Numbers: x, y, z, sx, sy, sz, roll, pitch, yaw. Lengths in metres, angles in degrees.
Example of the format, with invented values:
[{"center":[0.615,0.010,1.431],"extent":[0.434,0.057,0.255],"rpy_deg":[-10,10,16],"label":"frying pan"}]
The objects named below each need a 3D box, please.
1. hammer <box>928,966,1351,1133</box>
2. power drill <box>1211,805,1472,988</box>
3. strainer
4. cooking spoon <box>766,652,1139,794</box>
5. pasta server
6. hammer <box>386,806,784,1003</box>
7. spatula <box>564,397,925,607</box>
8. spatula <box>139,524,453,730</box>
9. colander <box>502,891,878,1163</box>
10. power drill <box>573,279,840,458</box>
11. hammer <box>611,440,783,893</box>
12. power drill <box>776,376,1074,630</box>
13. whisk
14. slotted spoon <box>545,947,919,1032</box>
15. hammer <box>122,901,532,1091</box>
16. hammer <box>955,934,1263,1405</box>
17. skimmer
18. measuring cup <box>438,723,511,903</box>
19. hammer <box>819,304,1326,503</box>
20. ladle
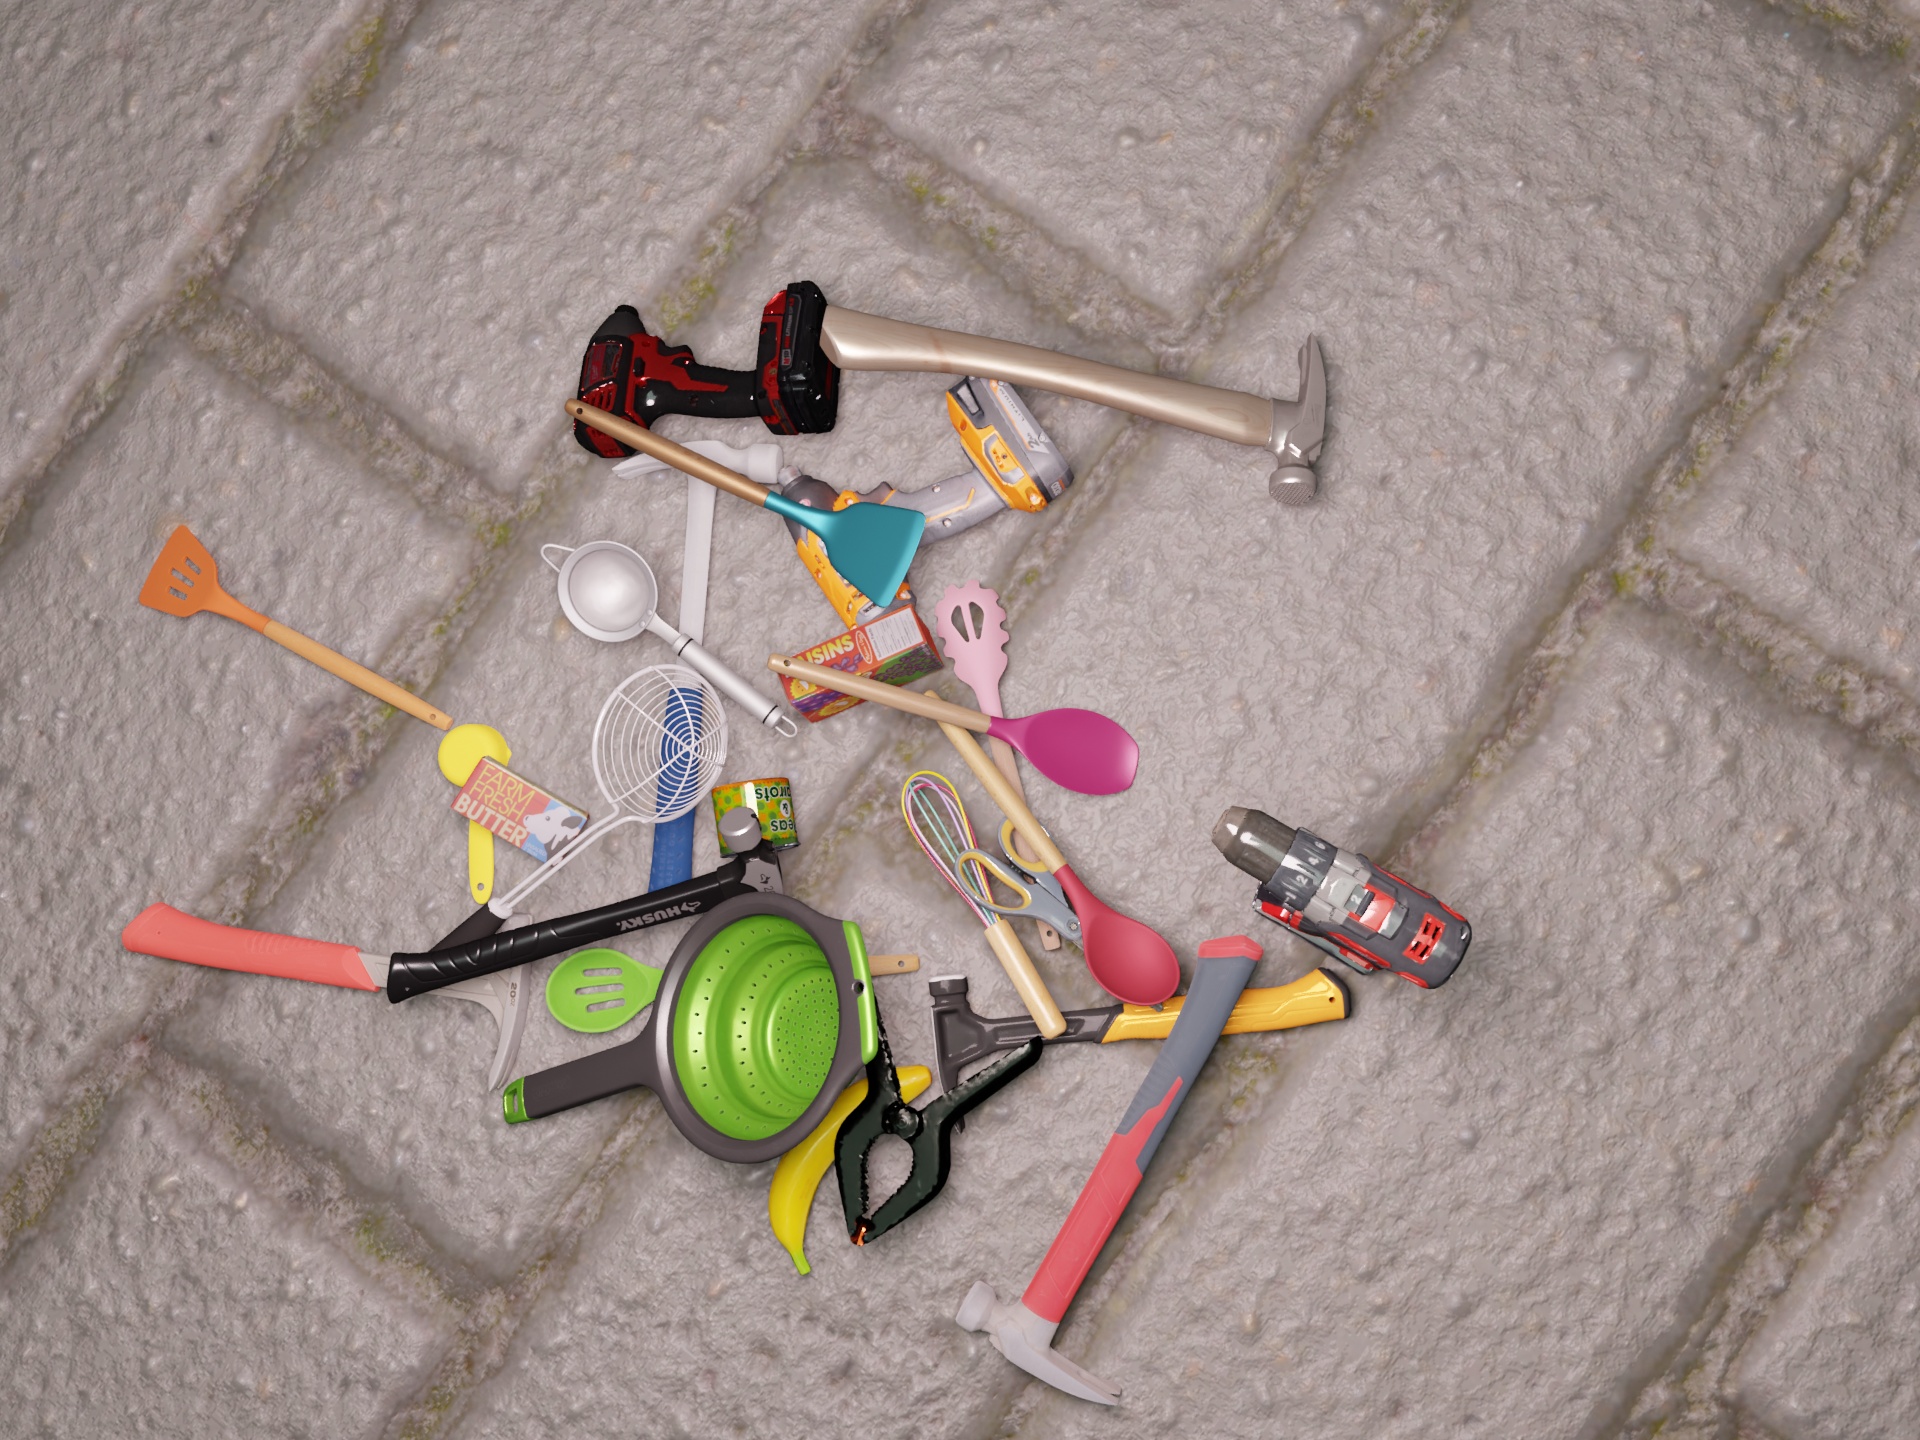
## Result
[{"center":[0.145,0.251,1.285],"extent":[0.337,0.034,0.127],"rpy_deg":[-8,83,6],"label":"hammer"},{"center":[0.270,0.125,1.184],"extent":[0.188,0.226,0.080],"rpy_deg":[30,89,8],"label":"power drill"},{"center":[-0.237,-0.067,1.321],"extent":[0.258,0.050,0.087],"rpy_deg":[38,109,2],"label":"strainer"},{"center":[-0.002,-0.004,1.281],"extent":[0.318,0.017,0.069],"rpy_deg":[16,79,-15],"label":"cooking spoon"},{"center":[0.038,0.035,1.324],"extent":[0.060,0.040,0.316],"rpy_deg":[-15,87,5],"label":"pasta server"},{"center":[-0.303,0.171,1.285],"extent":[0.335,0.146,0.035],"rpy_deg":[-16,41,0],"label":"hammer"},{"center":[-0.181,-0.192,1.287],"extent":[0.317,0.044,0.082],"rpy_deg":[25,98,3],"label":"spatula"},{"center":[-0.587,-0.071,1.408],"extent":[0.322,0.041,0.081],"rpy_deg":[28,89,4],"label":"spatula"},{"center":[-0.206,0.269,1.285],"extent":[0.397,0.094,0.205],"rpy_deg":[-22,65,28],"label":"colander"},{"center":[-0.217,-0.301,1.352],"extent":[0.219,0.078,0.143],"rpy_deg":[-4,63,12],"label":"power drill"},{"center":[-0.238,-0.039,1.356],"extent":[0.144,0.035,0.405],"rpy_deg":[3,85,7],"label":"hammer"},{"center":[-0.038,-0.194,1.327],"extent":[0.226,0.084,0.164],"rpy_deg":[-36,80,6],"label":"power drill"},{"center":[0.019,0.146,1.289],"extent":[0.047,0.051,0.245],"rpy_deg":[-29,73,-5],"label":"whisk"},{"center":[-0.190,0.216,1.332],"extent":[0.314,0.031,0.070],"rpy_deg":[-5,84,4],"label":"slotted spoon"},{"center":[-0.547,0.218,1.369],"extent":[0.359,0.036,0.149],"rpy_deg":[7,86,7],"label":"hammer"},{"center":[0.146,0.347,1.248],"extent":[0.143,0.038,0.386],"rpy_deg":[29,97,7],"label":"hammer"},{"center":[-0.337,0.098,1.306],"extent":[0.363,0.127,0.090],"rpy_deg":[-38,44,15],"label":"skimmer"},{"center":[-0.419,0.079,1.368],"extent":[0.062,0.029,0.156],"rpy_deg":[-5,82,6],"label":"measuring cup"},{"center":[0.093,-0.283,1.277],"extent":[0.410,0.038,0.146],"rpy_deg":[11,69,-6],"label":"hammer"},{"center":[0.063,0.098,1.268],"extent":[0.069,0.031,0.316],"rpy_deg":[-29,72,-27],"label":"ladle"}]
